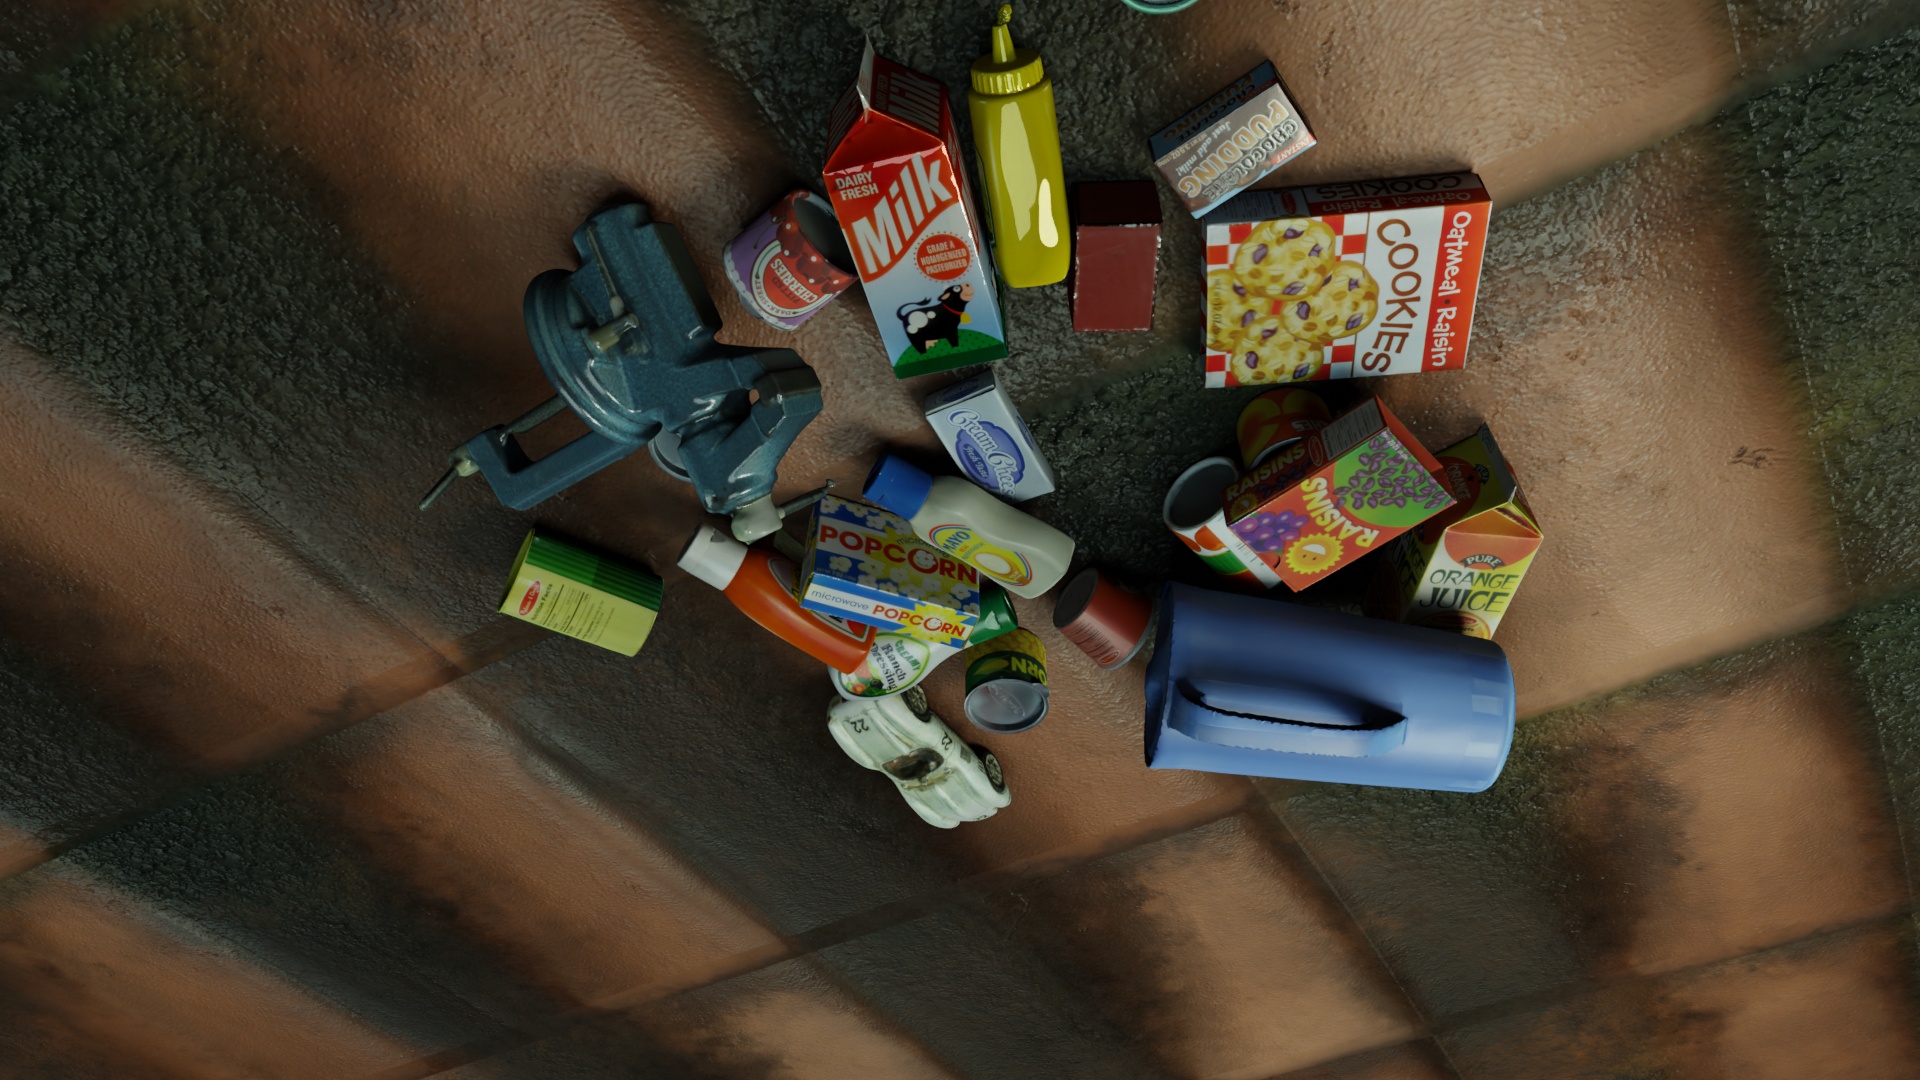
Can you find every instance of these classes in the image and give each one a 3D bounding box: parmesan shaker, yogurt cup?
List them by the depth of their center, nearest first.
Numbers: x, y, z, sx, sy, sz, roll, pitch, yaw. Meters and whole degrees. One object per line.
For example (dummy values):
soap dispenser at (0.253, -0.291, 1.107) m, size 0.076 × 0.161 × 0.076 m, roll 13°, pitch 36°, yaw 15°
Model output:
parmesan shaker at (-0.282, 0.041, 1.032) m, size 0.103 × 0.072 × 0.071 m, roll 23°, pitch 129°, yaw -21°
yogurt cup at (0.107, 0.057, 1.053) m, size 0.054 × 0.073 × 0.072 m, roll 34°, pitch 124°, yaw -18°

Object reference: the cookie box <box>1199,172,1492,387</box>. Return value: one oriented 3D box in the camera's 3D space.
cookie box at (0.236, -0.161, 0.869) m, size 0.167 × 0.040 × 0.122 m, roll -4°, pitch 133°, yaw 5°

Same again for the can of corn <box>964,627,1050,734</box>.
can of corn at (0.038, 0.109, 1.103) m, size 0.071 × 0.058 × 0.070 m, roll 0°, pitch 133°, yaw 0°

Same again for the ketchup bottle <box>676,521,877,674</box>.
ketchup bottle at (-0.131, 0.039, 1.002) m, size 0.149 × 0.065 × 0.043 m, roll 31°, pitch 119°, yaw -16°

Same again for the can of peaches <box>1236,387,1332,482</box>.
can of peaches at (0.226, -0.064, 0.946) m, size 0.071 × 0.058 × 0.070 m, roll 0°, pitch 132°, yaw 0°

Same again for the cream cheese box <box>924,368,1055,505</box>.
cream cheese box at (0.021, -0.067, 0.964) m, size 0.053 × 0.024 × 0.103 m, roll -20°, pitch 130°, yaw 17°

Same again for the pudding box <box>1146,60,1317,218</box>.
pudding box at (0.158, -0.232, 0.809) m, size 0.083 × 0.030 × 0.049 m, roll -29°, pitch 128°, yaw 24°

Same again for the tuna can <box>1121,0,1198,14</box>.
tuna can at (0.103, -0.313, 0.731) m, size 0.071 × 0.033 × 0.070 m, roll -1°, pitch 132°, yaw -1°

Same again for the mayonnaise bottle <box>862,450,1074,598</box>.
mayonnaise bottle at (0.003, -0.012, 0.972) m, size 0.148 × 0.041 × 0.064 m, roll 28°, pitch 147°, yaw -14°

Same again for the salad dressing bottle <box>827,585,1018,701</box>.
salad dressing bottle at (-0.029, 0.077, 1.075) m, size 0.147 × 0.044 × 0.064 m, roll -23°, pitch 110°, yaw 10°

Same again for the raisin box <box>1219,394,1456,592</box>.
raisin box at (0.246, -0.028, 0.911) m, size 0.123 × 0.040 × 0.086 m, roll -34°, pitch 125°, yaw 28°

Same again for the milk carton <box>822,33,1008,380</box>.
milk carton at (-0.029, -0.194, 0.813) m, size 0.073 × 0.073 × 0.189 m, roll -11°, pitch 132°, yaw 10°

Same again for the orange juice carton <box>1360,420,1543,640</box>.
orange juice carton at (0.357, 0.010, 1.005) m, size 0.073 × 0.072 × 0.191 m, roll 4°, pitch 133°, yaw -4°

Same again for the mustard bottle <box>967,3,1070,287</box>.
mustard bottle at (0.032, -0.226, 0.794) m, size 0.049 × 0.065 × 0.159 m, roll -10°, pitch 126°, yaw 2°

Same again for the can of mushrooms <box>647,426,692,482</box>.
can of mushrooms at (-0.176, -0.075, 0.948) m, size 0.071 × 0.034 × 0.070 m, roll 0°, pitch 132°, yaw 0°

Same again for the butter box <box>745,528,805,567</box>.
butter box at (-0.124, 0.035, 1.056) m, size 0.053 × 0.024 × 0.103 m, roll -32°, pitch 126°, yaw 25°

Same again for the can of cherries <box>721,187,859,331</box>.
can of cherries at (-0.100, -0.168, 0.837) m, size 0.058 × 0.072 × 0.071 m, roll -32°, pitch 125°, yaw 25°

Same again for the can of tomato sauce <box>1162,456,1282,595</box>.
can of tomato sauce at (0.193, -0.011, 0.990) m, size 0.071 × 0.071 × 0.083 m, roll -33°, pitch 124°, yaw 26°

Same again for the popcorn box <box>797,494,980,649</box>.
popcorn box at (-0.050, 0.022, 1.003) m, size 0.127 × 0.085 × 0.038 m, roll 16°, pitch 130°, yaw -14°
